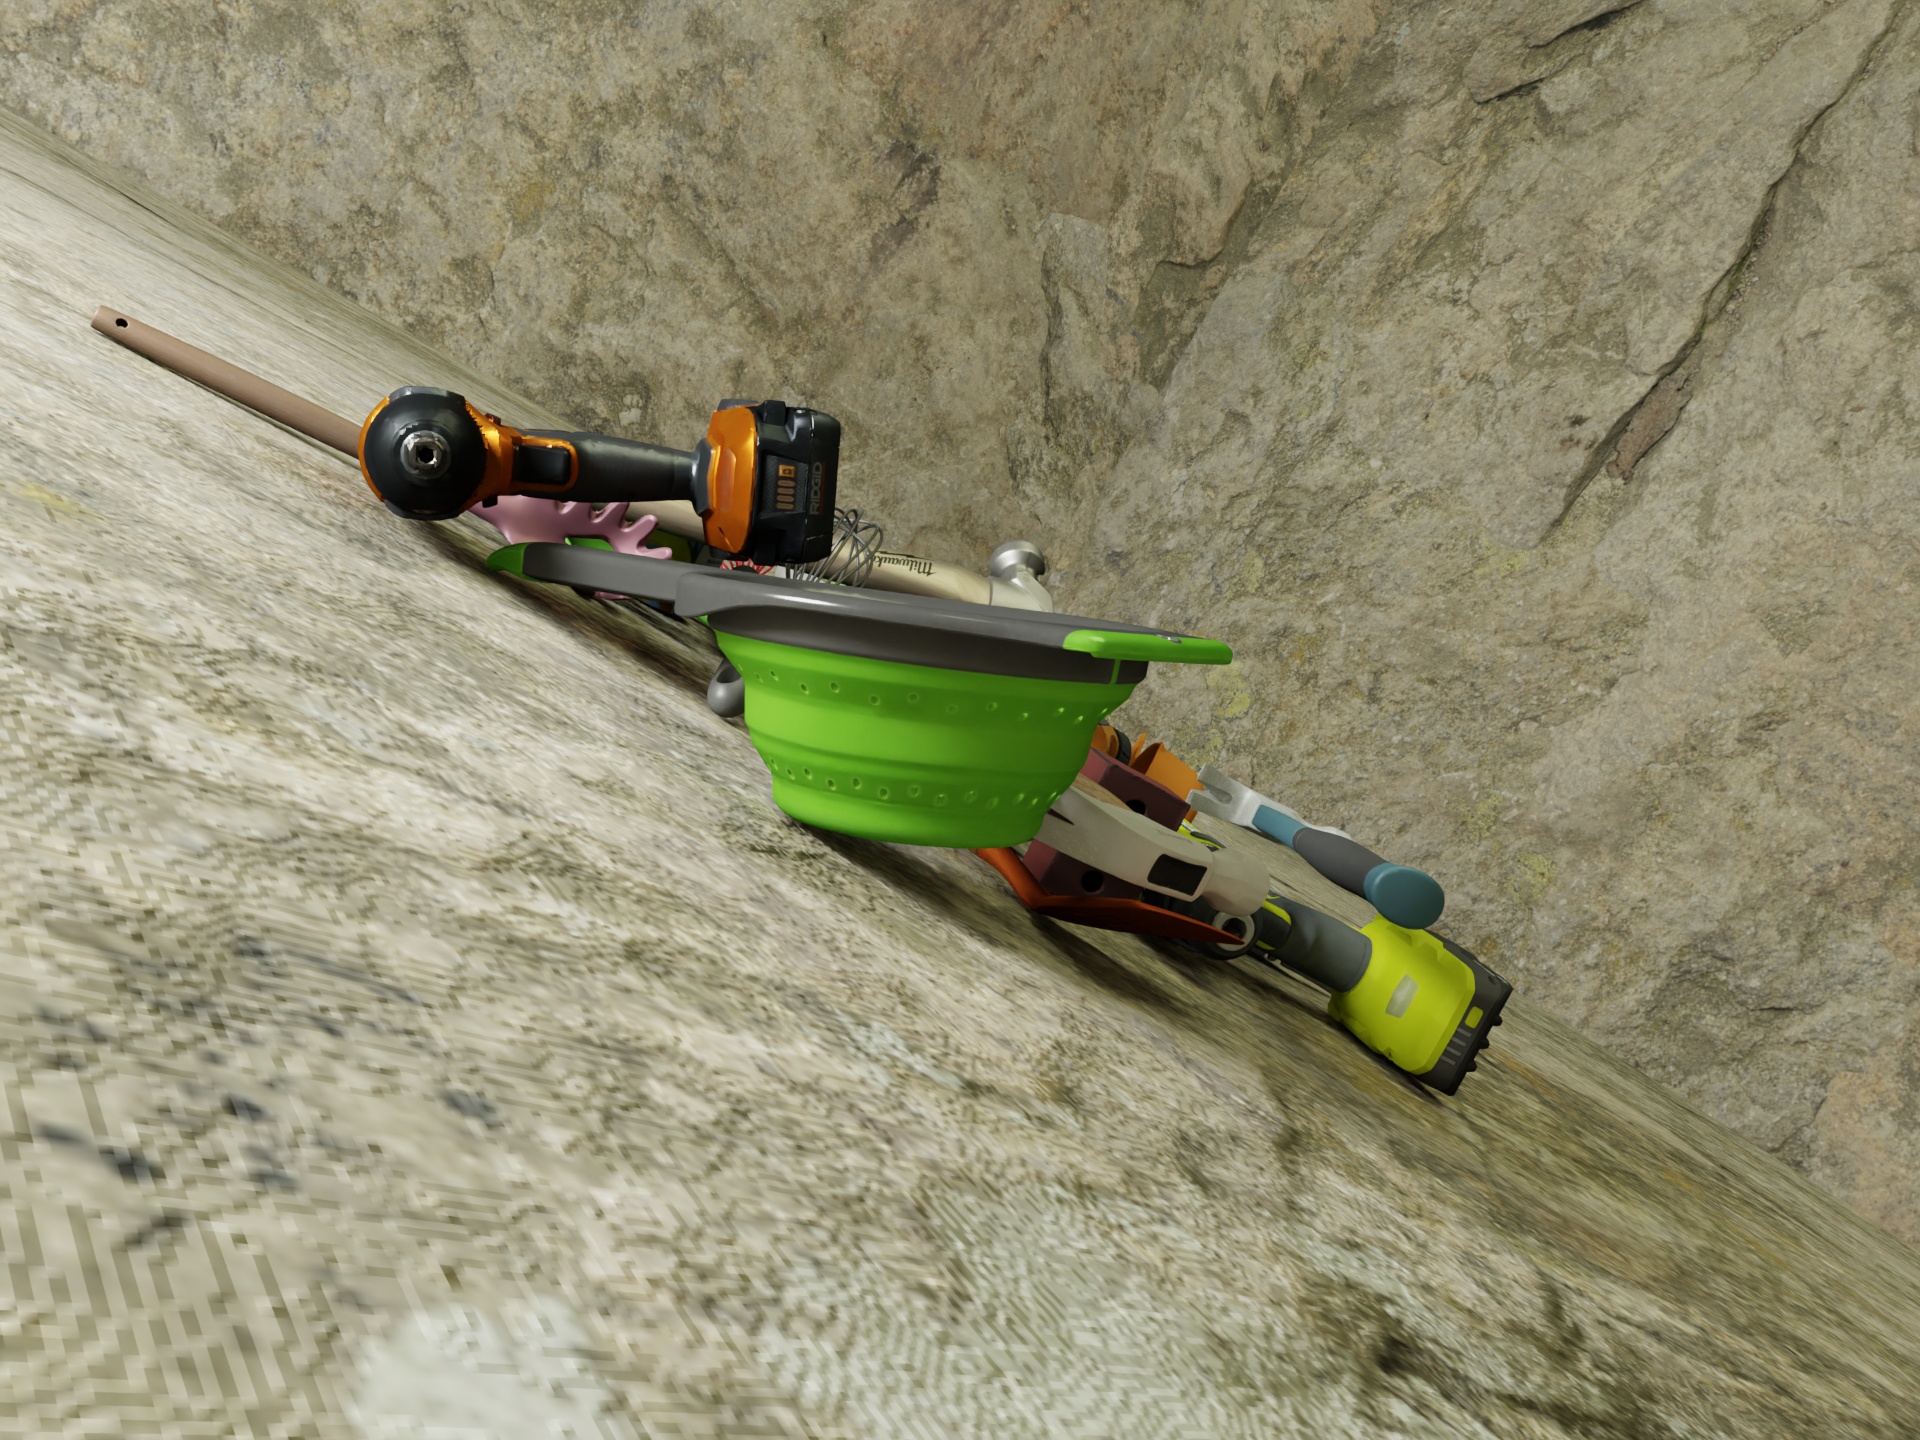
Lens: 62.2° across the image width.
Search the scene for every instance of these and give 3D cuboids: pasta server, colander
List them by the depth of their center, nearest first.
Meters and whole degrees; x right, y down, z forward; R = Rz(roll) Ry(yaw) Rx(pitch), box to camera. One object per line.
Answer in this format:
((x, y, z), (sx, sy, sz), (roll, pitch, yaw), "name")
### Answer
((-0.081, -0.016, 0.695), (0.397, 0.094, 0.204), (12, 7, 37), "colander")
((-0.309, -0.146, 0.871), (0.316, 0.060, 0.040), (26, -23, -24), "pasta server")

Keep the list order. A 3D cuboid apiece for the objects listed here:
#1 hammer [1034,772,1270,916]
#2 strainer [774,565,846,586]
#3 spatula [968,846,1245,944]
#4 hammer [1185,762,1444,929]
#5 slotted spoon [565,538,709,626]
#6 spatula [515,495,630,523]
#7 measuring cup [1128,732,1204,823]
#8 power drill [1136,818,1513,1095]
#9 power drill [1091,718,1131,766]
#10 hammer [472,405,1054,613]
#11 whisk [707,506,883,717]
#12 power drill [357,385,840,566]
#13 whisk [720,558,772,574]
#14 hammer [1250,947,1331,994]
((0.009, 0.004, 0.826), (0.130, 0.031, 0.332), (20, 10, -40), "hammer")
((-0.097, -0.078, 1.257), (0.151, 0.069, 0.256), (30, 0, -5), "strainer")
((0.005, 0.045, 0.807), (0.081, 0.041, 0.323), (24, 7, -44), "spatula")
((0.219, 0.078, 0.963), (0.128, 0.033, 0.331), (25, 3, -4), "hammer")
((-0.121, -0.046, 0.929), (0.314, 0.031, 0.070), (29, 17, 26), "slotted spoon")
((-0.239, -0.134, 1.093), (0.060, 0.018, 0.316), (45, 15, 4), "spatula")
((0.146, 0.053, 1.201), (0.052, 0.095, 0.174), (37, 21, -2), "measuring cup")
((0.197, 0.130, 0.924), (0.228, 0.080, 0.191), (27, 4, -11), "power drill")
((-0.002, -0.004, 1.101), (0.185, 0.084, 0.226), (31, 8, 32), "power drill")
((-0.133, -0.112, 0.987), (0.410, 0.038, 0.146), (16, 38, -14), "hammer")
((-0.091, -0.062, 0.866), (0.055, 0.055, 0.239), (30, 30, -4), "whisk")
((-0.179, -0.125, 0.790), (0.226, 0.084, 0.164), (2, 9, -17), "power drill")
((-0.152, -0.105, 1.116), (0.073, 0.073, 0.296), (29, 19, -21), "whisk")
((0.179, 0.115, 1.232), (0.127, 0.034, 0.337), (28, 5, -22), "hammer")
